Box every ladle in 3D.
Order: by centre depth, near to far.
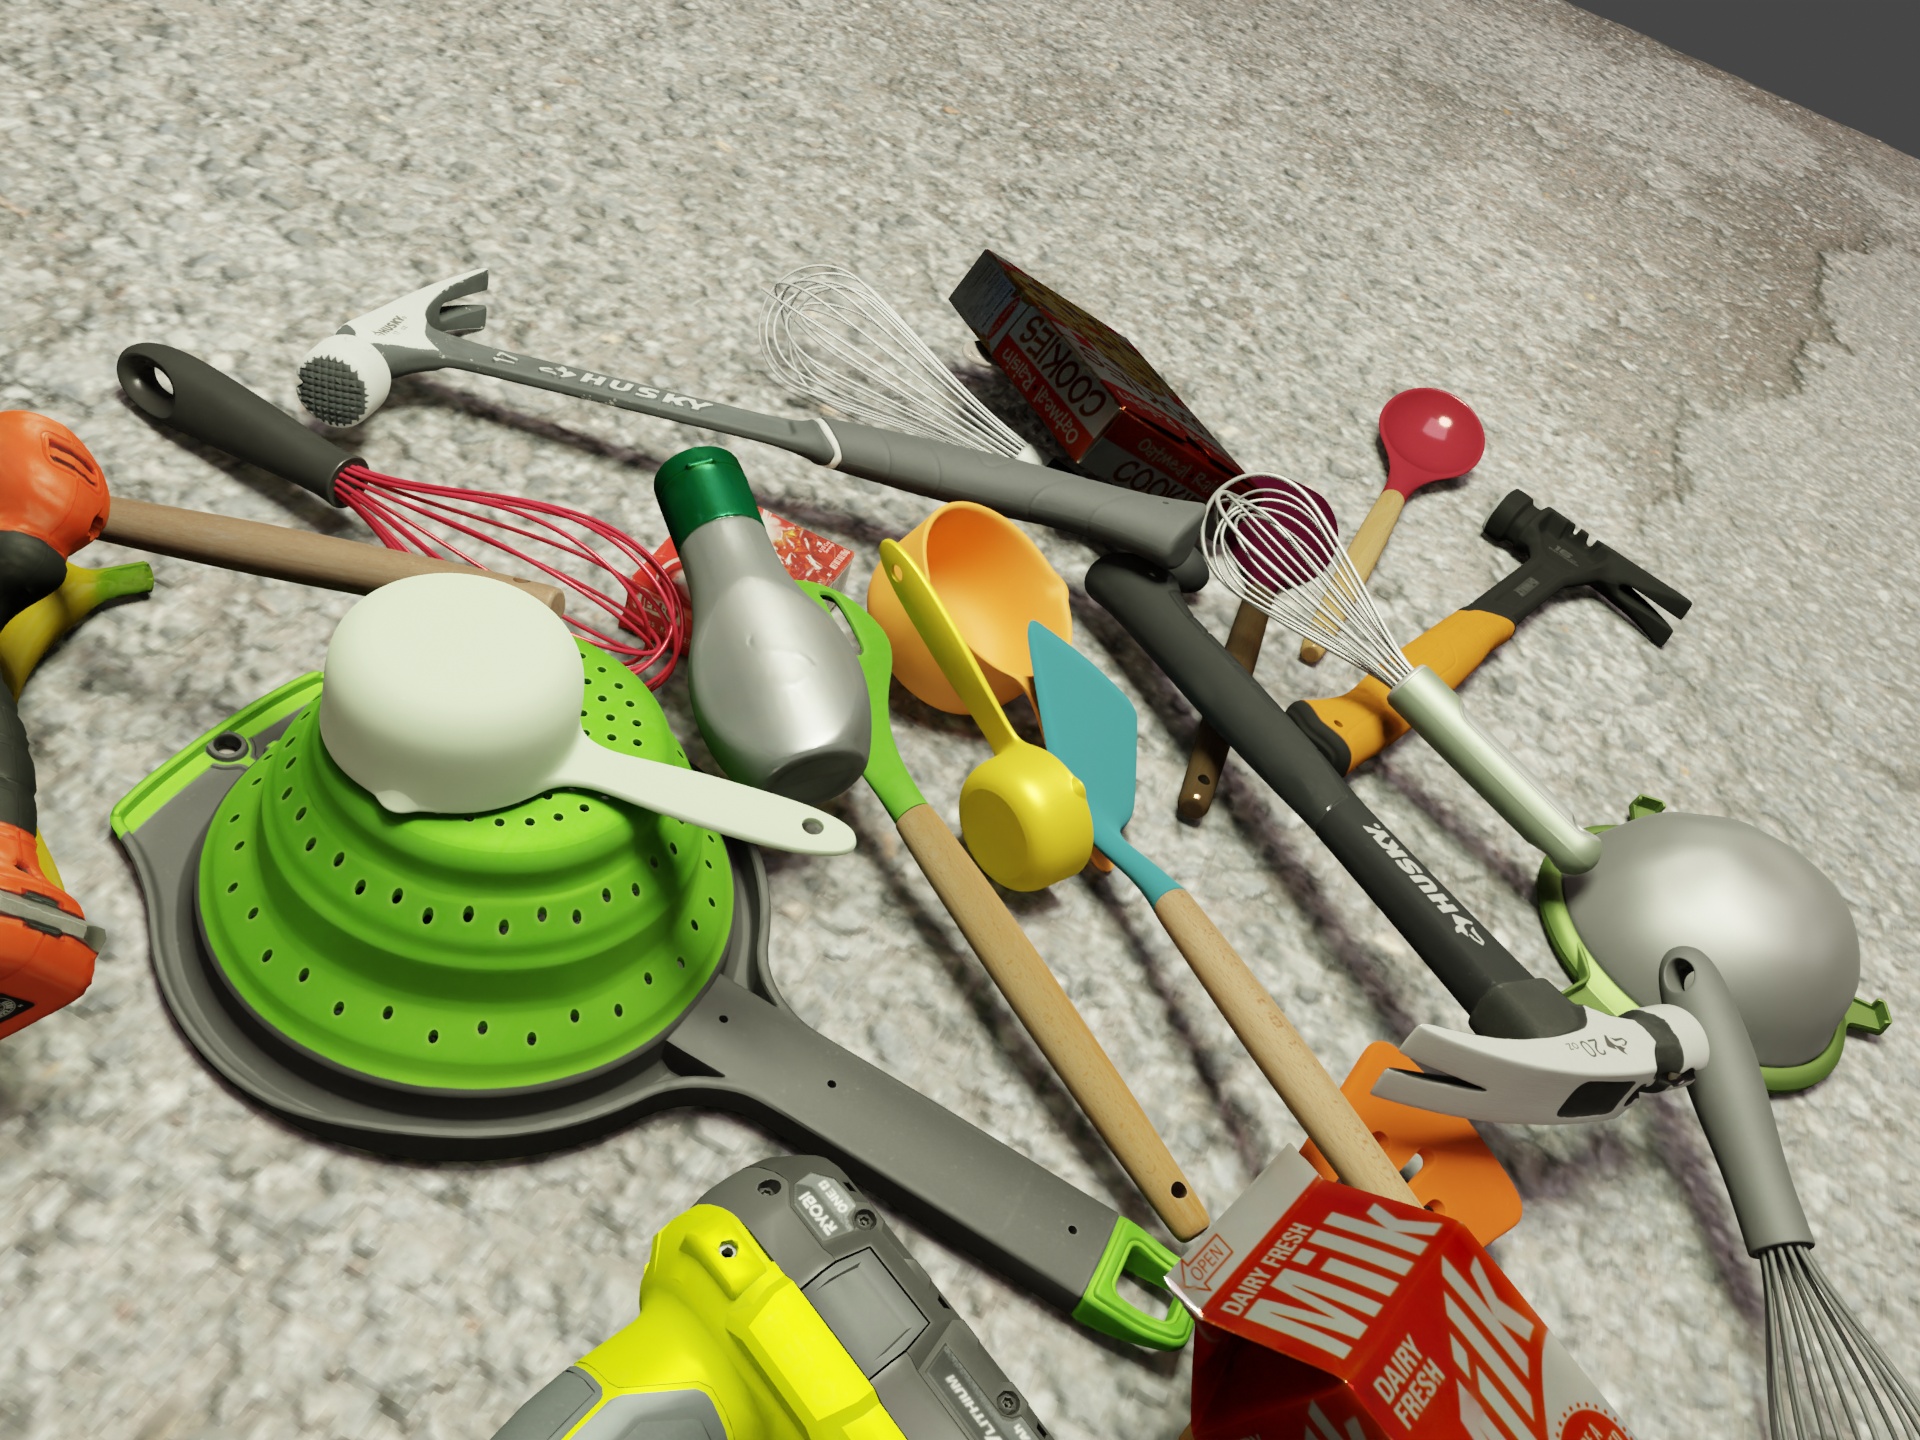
[{"bbox_3d":[0.248,-0.118,0.929,0.069,0.031,0.315,30,43,9],"label":"ladle"}]

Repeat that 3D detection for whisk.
[{"bbox_3d":[0.299,0.189,0.575,0.055,0.055,0.239,8,53,-17],"label":"whisk"},{"bbox_3d":[-0.238,-0.089,0.655,0.296,0.073,0.073,28,40,15],"label":"whisk"},{"bbox_3d":[0.203,-0.023,0.740,0.246,0.059,0.057,48,20,16],"label":"whisk"},{"bbox_3d":[0.011,-0.151,0.840,0.284,0.070,0.070,35,41,6],"label":"whisk"}]

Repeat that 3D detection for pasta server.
[{"bbox_3d":[-0.284,-0.060,0.548,0.316,0.040,0.060,11,25,10],"label":"pasta server"}]

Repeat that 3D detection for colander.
[{"bbox_3d":[-0.086,0.072,0.516,0.397,0.094,0.204,29,41,8],"label":"colander"}]

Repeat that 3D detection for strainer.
[{"bbox_3d":[0.304,0.097,0.685,0.256,0.069,0.152,-14,52,-37],"label":"strainer"}]

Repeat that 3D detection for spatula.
[{"bbox_3d":[0.079,0.213,0.471,0.081,0.041,0.322,51,43,6],"label":"spatula"},{"bbox_3d":[0.097,0.077,0.590,0.082,0.044,0.318,36,14,-41],"label":"spatula"}]

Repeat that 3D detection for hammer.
[{"bbox_3d":[0.146,0.031,0.665,0.146,0.035,0.335,0,38,-35],"label":"hammer"},{"bbox_3d":[-0.083,-0.137,0.753,0.409,0.036,0.149,14,32,-2],"label":"hammer"},{"bbox_3d":[0.275,-0.038,0.848,0.127,0.034,0.337,40,43,21],"label":"hammer"}]

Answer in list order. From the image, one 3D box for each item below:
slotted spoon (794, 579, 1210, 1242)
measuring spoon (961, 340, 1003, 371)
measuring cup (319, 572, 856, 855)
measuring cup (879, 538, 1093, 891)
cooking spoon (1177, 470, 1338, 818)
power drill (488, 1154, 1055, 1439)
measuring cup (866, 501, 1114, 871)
[{"bbox_3d":[-0.003,0.054,0.594,0.070,0.031,0.314,-21,61,-27],"label":"slotted spoon"},{"bbox_3d":[0.019,-0.201,0.895,0.034,0.018,0.124,43,21,4],"label":"measuring spoon"},{"bbox_3d":[-0.108,0.002,0.477,0.167,0.038,0.083,18,40,-1],"label":"measuring cup"},{"bbox_3d":[-0.001,-0.002,0.636,0.029,0.062,0.156,-26,83,-35],"label":"measuring cup"},{"bbox_3d":[0.150,-0.052,0.817,0.069,0.017,0.319,25,40,3],"label":"cooking spoon"},{"bbox_3d":[-0.087,0.223,0.368,0.228,0.080,0.191,-24,59,-38],"label":"power drill"},{"bbox_3d":[0.016,-0.008,0.693,0.095,0.052,0.174,-8,73,-49],"label":"measuring cup"}]
